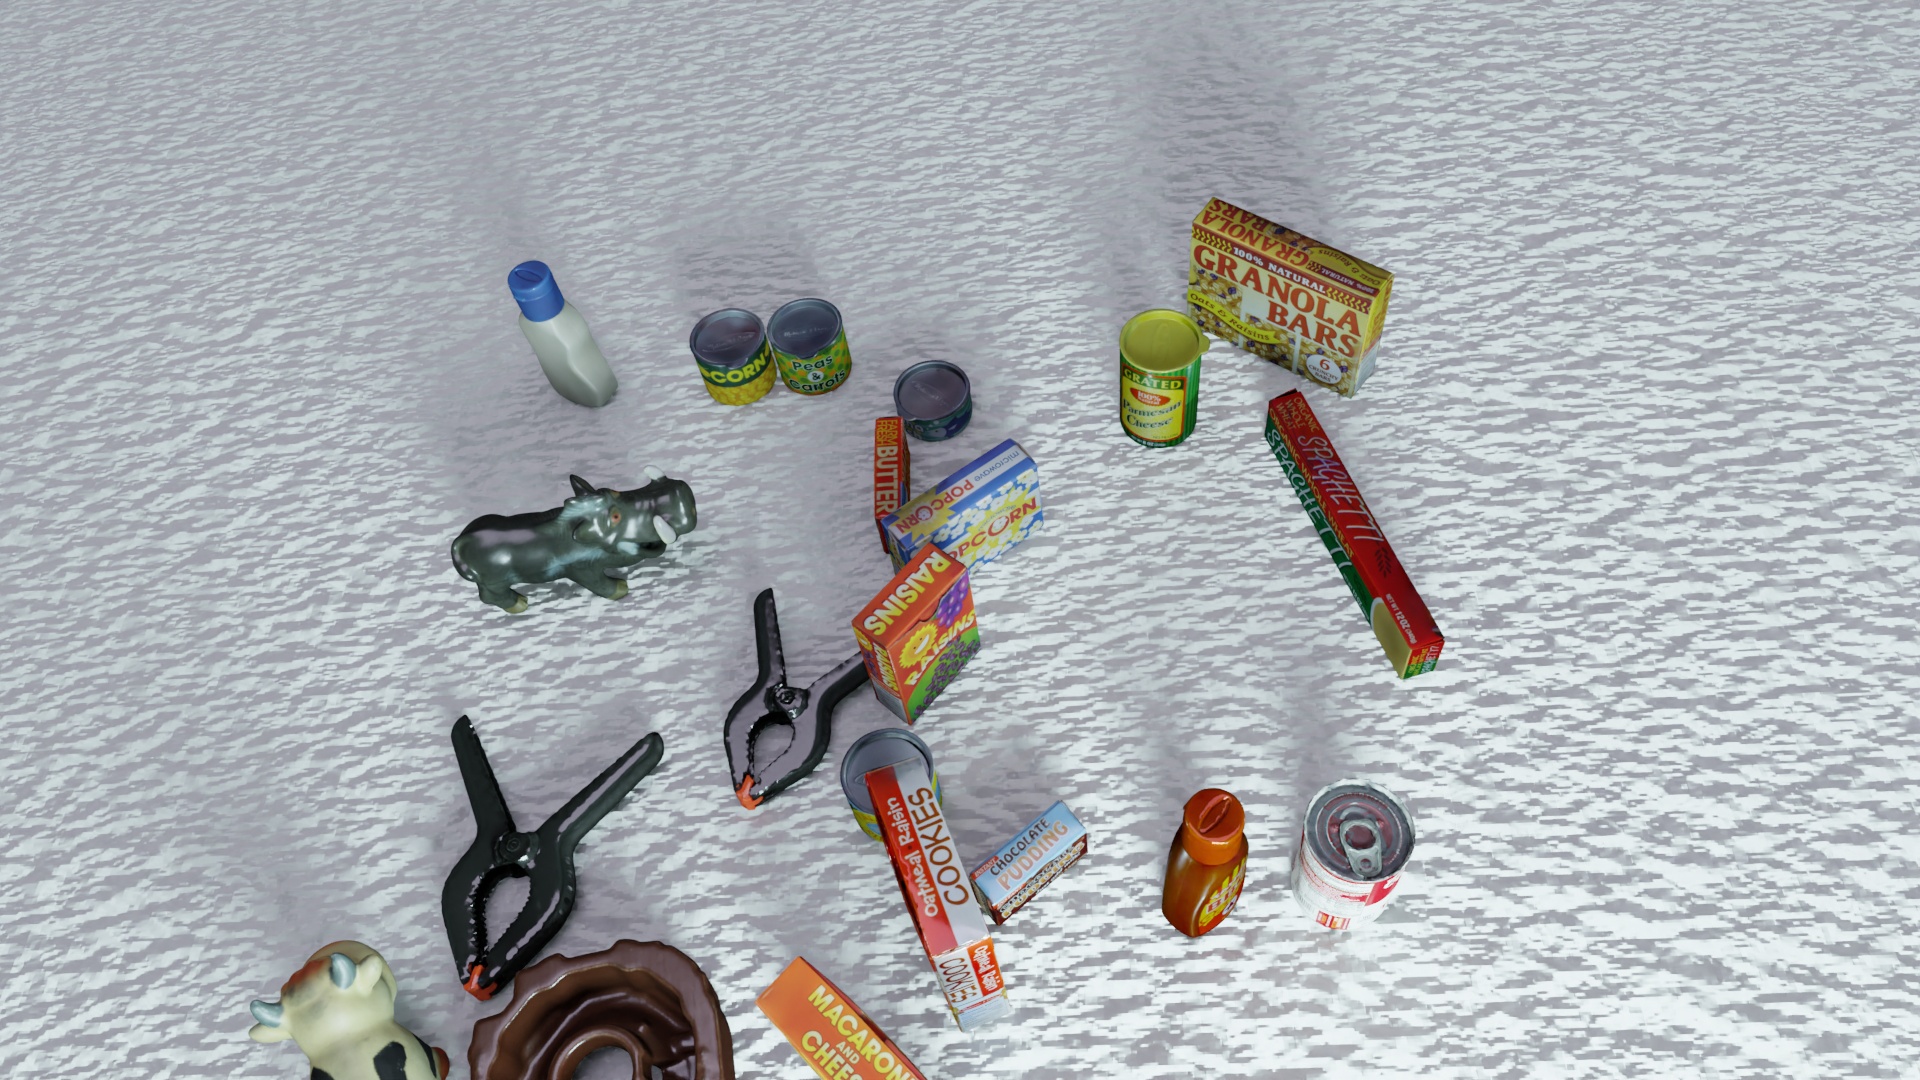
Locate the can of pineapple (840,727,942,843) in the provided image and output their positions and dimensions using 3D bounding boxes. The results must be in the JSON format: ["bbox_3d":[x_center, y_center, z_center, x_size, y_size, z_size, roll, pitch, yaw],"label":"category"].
[{"bbox_3d":[-0.048,0.176,0.983,0.071,0.057,0.071,-3,56,5],"label":"can of pineapple"}]

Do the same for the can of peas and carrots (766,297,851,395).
[{"bbox_3d":[-0.131,-0.168,1.220,0.071,0.058,0.071,-3,56,5],"label":"can of peas and carrots"}]

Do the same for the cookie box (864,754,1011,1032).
[{"bbox_3d":[-0.014,0.227,0.879,0.040,0.166,0.123,-21,57,-7],"label":"cookie box"}]

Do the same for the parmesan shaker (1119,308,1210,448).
[{"bbox_3d":[0.165,-0.130,1.134,0.071,0.102,0.071,-3,57,5],"label":"parmesan shaker"}]

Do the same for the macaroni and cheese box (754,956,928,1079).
[{"bbox_3d":[-0.051,0.321,0.821,0.124,0.165,0.040,37,68,26],"label":"macaroni and cheese box"}]

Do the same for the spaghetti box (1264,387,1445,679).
[{"bbox_3d":[0.298,-0.010,1.071,0.029,0.050,0.251,-17,56,-5],"label":"spaghetti box"}]

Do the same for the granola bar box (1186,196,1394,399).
[{"bbox_3d":[0.269,-0.201,1.157,0.166,0.123,0.039,30,65,23],"label":"granola bar box"}]

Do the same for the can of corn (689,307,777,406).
[{"bbox_3d":[-0.198,-0.159,1.222,0.071,0.058,0.071,-3,56,5],"label":"can of corn"}]

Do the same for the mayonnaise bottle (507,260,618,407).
[{"bbox_3d":[-0.346,-0.177,1.197,0.065,0.147,0.041,22,62,19],"label":"mayonnaise bottle"}]

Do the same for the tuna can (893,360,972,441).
[{"bbox_3d":[-0.025,-0.118,1.190,0.071,0.032,0.071,-3,56,5],"label":"tuna can"}]

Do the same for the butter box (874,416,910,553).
[{"bbox_3d":[-0.055,-0.046,1.134,0.024,0.053,0.104,-4,56,4],"label":"butter box"}]

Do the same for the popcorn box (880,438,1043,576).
[{"bbox_3d":[0.004,-0.014,1.086,0.127,0.084,0.038,-33,59,-15],"label":"popcorn box"}]

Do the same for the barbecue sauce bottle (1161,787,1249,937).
[{"bbox_3d":[0.158,0.203,0.887,0.044,0.147,0.065,36,67,26],"label":"barbecue sauce bottle"}]

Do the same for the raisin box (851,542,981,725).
[{"bbox_3d":[-0.030,0.070,1.012,0.040,0.122,0.086,35,67,25],"label":"raisin box"}]

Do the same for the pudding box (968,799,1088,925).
[{"bbox_3d":[0.047,0.220,0.948,0.084,0.049,0.030,-36,60,-16],"label":"pudding box"}]
